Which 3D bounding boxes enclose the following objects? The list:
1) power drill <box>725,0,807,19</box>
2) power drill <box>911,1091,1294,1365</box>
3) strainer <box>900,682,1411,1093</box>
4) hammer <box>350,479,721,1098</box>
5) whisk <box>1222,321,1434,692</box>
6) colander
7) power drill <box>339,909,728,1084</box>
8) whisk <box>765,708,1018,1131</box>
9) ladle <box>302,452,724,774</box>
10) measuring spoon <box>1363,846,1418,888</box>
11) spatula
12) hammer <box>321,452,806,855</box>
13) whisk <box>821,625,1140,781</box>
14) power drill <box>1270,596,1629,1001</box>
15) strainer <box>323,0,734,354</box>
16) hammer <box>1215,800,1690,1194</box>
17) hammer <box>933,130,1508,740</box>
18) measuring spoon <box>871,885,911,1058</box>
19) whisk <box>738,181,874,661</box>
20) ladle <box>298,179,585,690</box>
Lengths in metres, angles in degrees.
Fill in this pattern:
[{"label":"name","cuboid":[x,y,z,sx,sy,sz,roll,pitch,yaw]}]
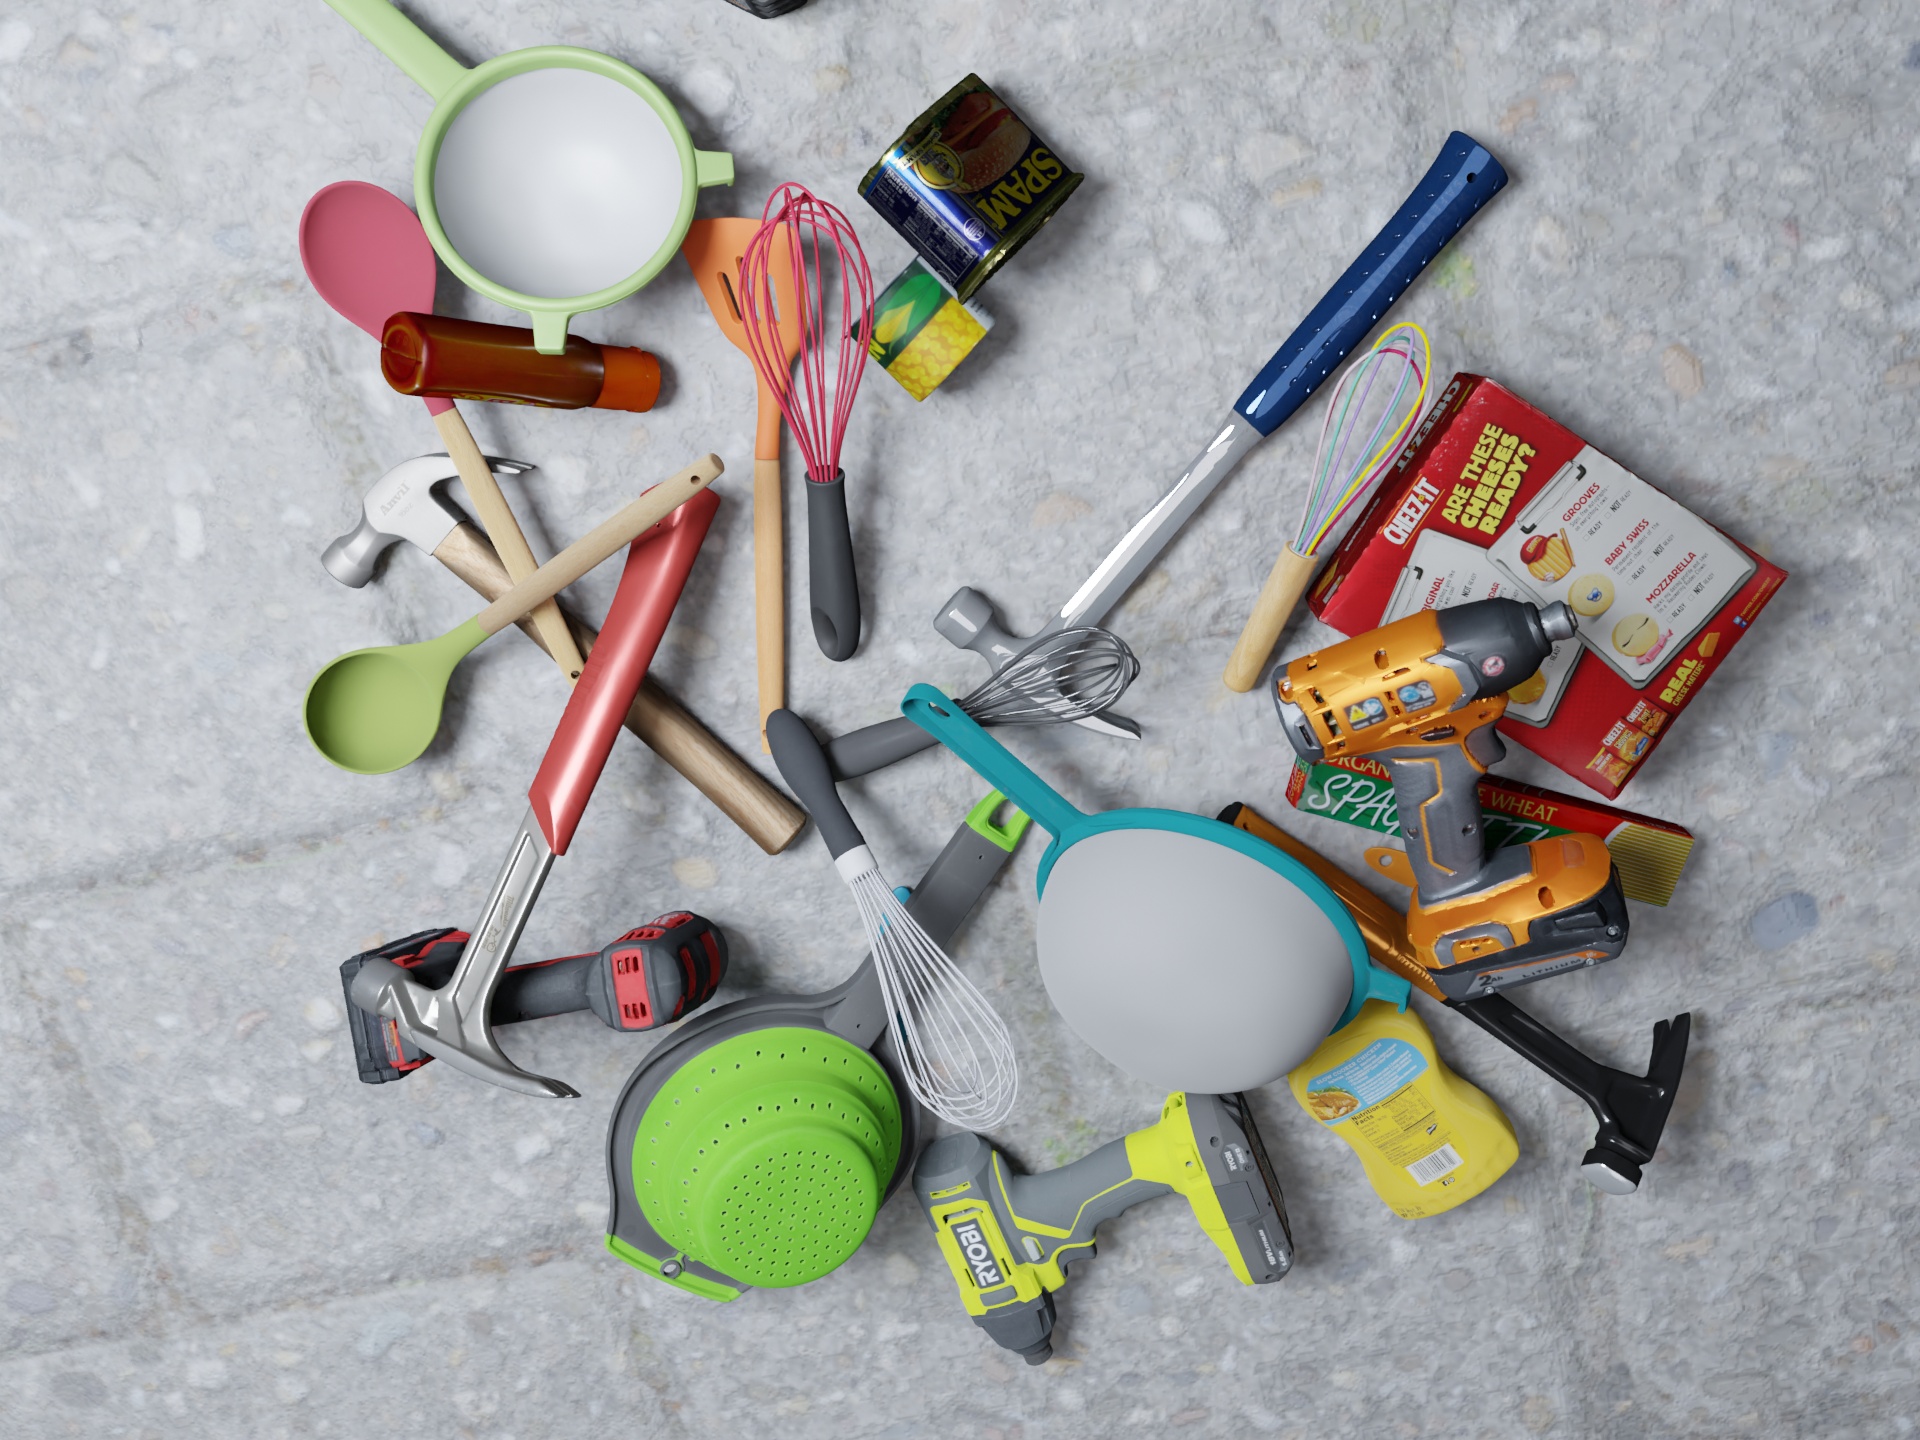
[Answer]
[{"label":"power drill","cuboid":[-0.090,-0.495,0.824,0.190,0.080,0.228,25,103,-5]},{"label":"power drill","cuboid":[0.100,0.336,1.062,0.223,0.080,0.171,-20,105,11]},{"label":"strainer","cuboid":[0.081,0.116,0.928,0.340,0.095,0.211,41,141,-14]},{"label":"hammer","cuboid":[-0.217,0.030,0.919,0.149,0.036,0.359,21,84,17]},{"label":"whisk","cuboid":[0.206,-0.114,0.912,0.047,0.051,0.244,38,127,24]},{"label":"colander","cuboid":[-0.067,0.216,0.988,0.204,0.095,0.397,34,94,-24]},{"label":"power drill","cuboid":[-0.255,0.163,0.993,0.219,0.143,0.078,-9,92,10]},{"label":"whisk","cuboid":[-0.046,0.114,0.947,0.070,0.070,0.285,-32,75,10]},{"label":"ladle","cuboid":[-0.258,-0.061,0.911,0.320,0.062,0.078,-29,117,25]},{"label":"measuring spoon","cuboid":[0.313,0.104,1.021,0.117,0.011,0.021,21,108,-1]},{"label":"spatula","cuboid":[-0.120,-0.131,0.948,0.081,0.041,0.322,9,110,24]},{"label":"hammer","cuboid":[-0.226,-0.037,0.984,0.331,0.031,0.130,42,104,-10]},{"label":"whisk","cuboid":[-0.002,-0.003,0.955,0.239,0.055,0.055,-20,106,26]},{"label":"power drill","cuboid":[0.296,0.038,0.902,0.164,0.084,0.226,-23,110,25]},{"label":"strainer","cuboid":[-0.258,-0.324,0.885,0.256,0.069,0.151,42,83,2]},{"label":"hammer","cuboid":[0.304,0.152,1.003,0.337,0.034,0.127,35,63,0]},{"label":"hammer","cuboid":[0.166,-0.162,0.933,0.144,0.035,0.405,39,104,-9]},{"label":"measuring spoon","cuboid":[-0.049,0.170,1.042,0.042,0.021,0.128,10,108,-1]},{"label":"whisk","cuboid":[-0.078,-0.156,0.897,0.073,0.073,0.295,0,127,2]},{"label":"ladle","cuboid":[-0.285,-0.154,0.919,0.069,0.031,0.315,-24,107,-3]}]
